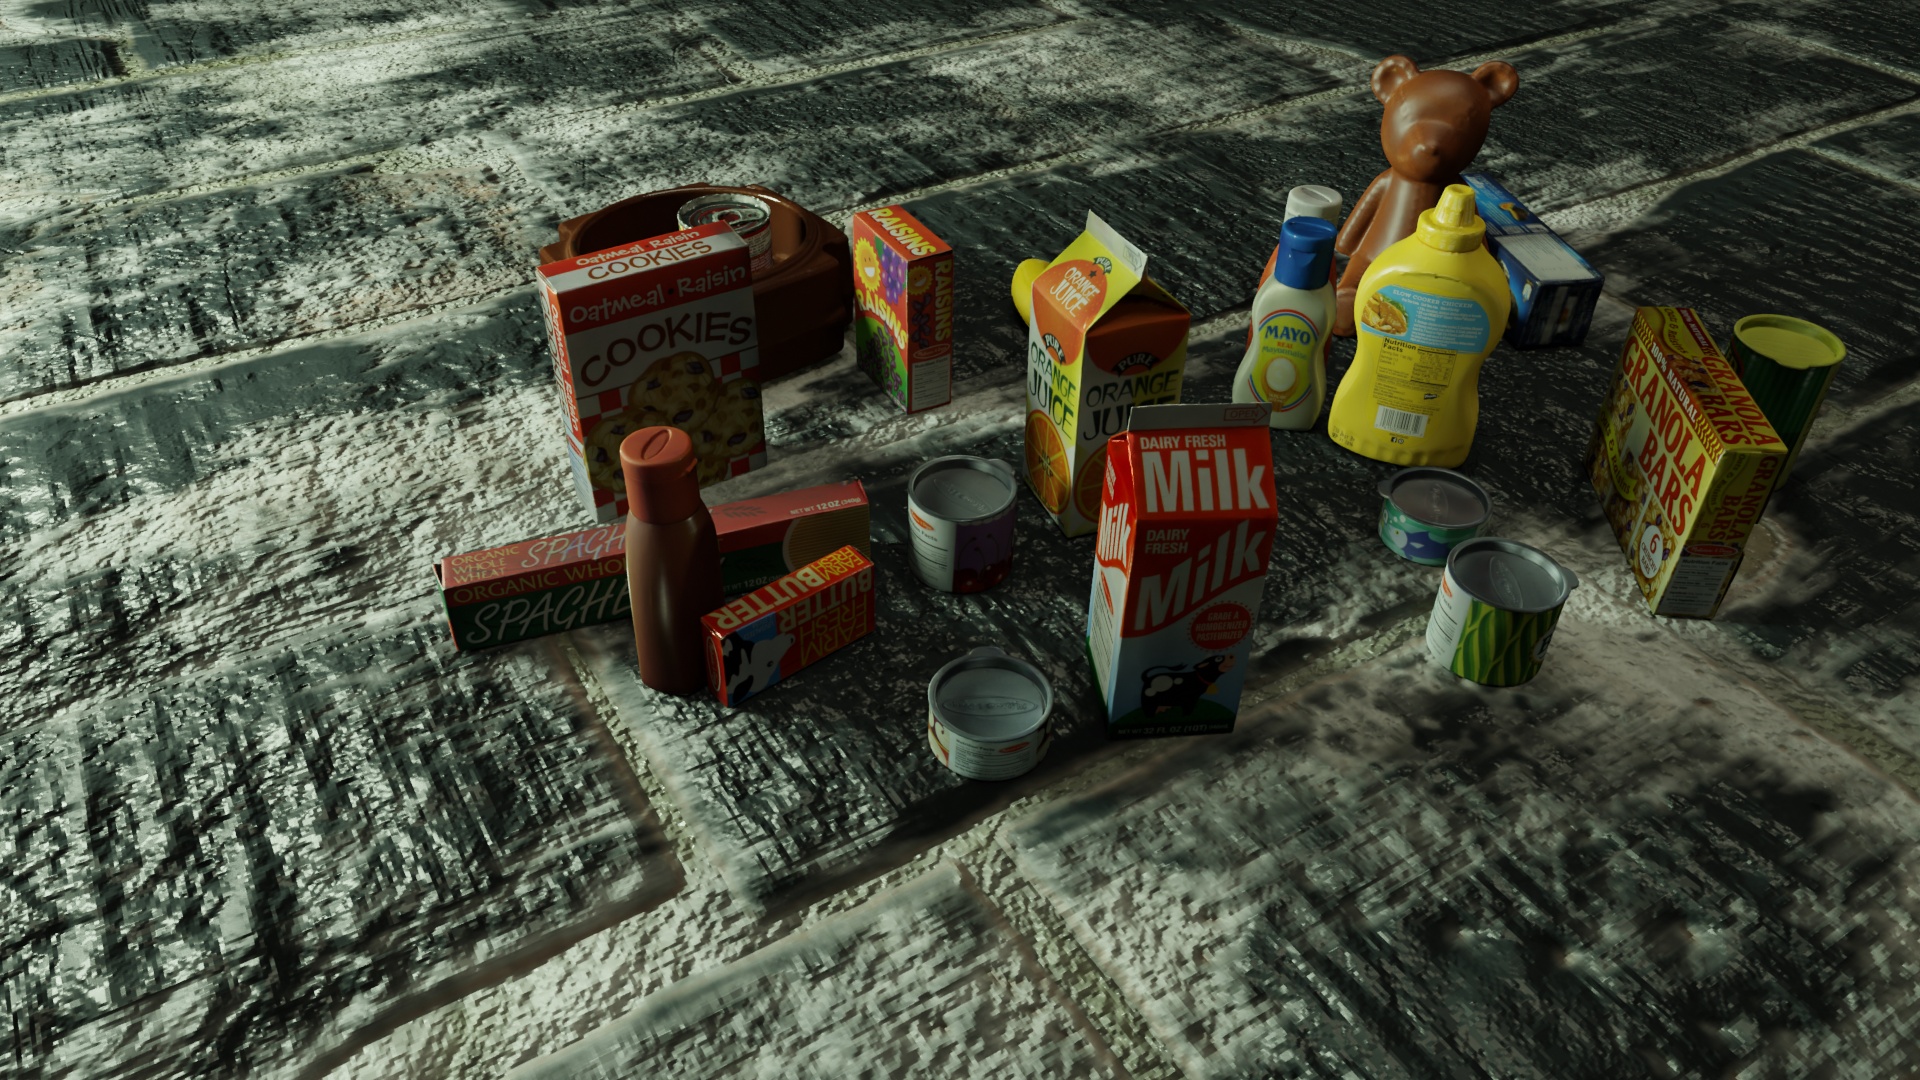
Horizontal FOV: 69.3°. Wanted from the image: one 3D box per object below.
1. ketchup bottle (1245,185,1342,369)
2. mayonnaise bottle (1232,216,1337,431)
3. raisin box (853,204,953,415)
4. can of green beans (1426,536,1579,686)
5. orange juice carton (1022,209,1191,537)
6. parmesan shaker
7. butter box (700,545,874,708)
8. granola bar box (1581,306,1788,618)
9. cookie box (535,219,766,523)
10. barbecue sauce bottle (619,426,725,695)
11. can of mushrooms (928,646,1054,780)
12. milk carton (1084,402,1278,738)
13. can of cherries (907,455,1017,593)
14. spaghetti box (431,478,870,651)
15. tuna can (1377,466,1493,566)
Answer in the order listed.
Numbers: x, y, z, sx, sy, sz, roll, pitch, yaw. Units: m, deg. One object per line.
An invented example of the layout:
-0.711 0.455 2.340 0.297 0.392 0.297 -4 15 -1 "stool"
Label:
0.242 -0.178 0.995 0.044 0.148 0.065 -20 42 -25 "ketchup bottle"
0.228 -0.148 0.957 0.065 0.147 0.041 14 40 15 "mayonnaise bottle"
-0.041 -0.165 0.990 0.040 0.122 0.086 -18 42 -23 "raisin box"
0.305 0.041 0.790 0.071 0.057 0.071 1 38 -1 "can of green beans"
0.089 -0.103 0.858 0.073 0.191 0.072 -13 40 -18 "orange juice carton"
0.534 -0.089 0.927 0.071 0.102 0.072 1 38 -1 "parmesan shaker"
-0.094 0.047 0.774 0.104 0.052 0.024 -27 46 -32 "butter box"
0.442 -0.051 0.859 0.039 0.123 0.166 4 38 4 "granola bar box"
-0.190 -0.106 0.874 0.123 0.166 0.040 -22 43 -27 "cookie box"
-0.154 0.010 0.742 0.044 0.147 0.065 10 39 11 "barbecue sauce bottle"
0.016 0.091 0.736 0.071 0.033 0.071 1 38 -1 "can of mushrooms"
0.112 0.010 0.717 0.072 0.189 0.074 -3 38 -5 "milk carton"
0.003 -0.011 0.846 0.071 0.058 0.072 1 38 -1 "can of cherries"
-0.175 0.013 0.817 0.251 0.049 0.029 -12 40 -17 "spaghetti box"
0.298 -0.016 0.883 0.071 0.032 0.071 1 38 -1 "tuna can"
